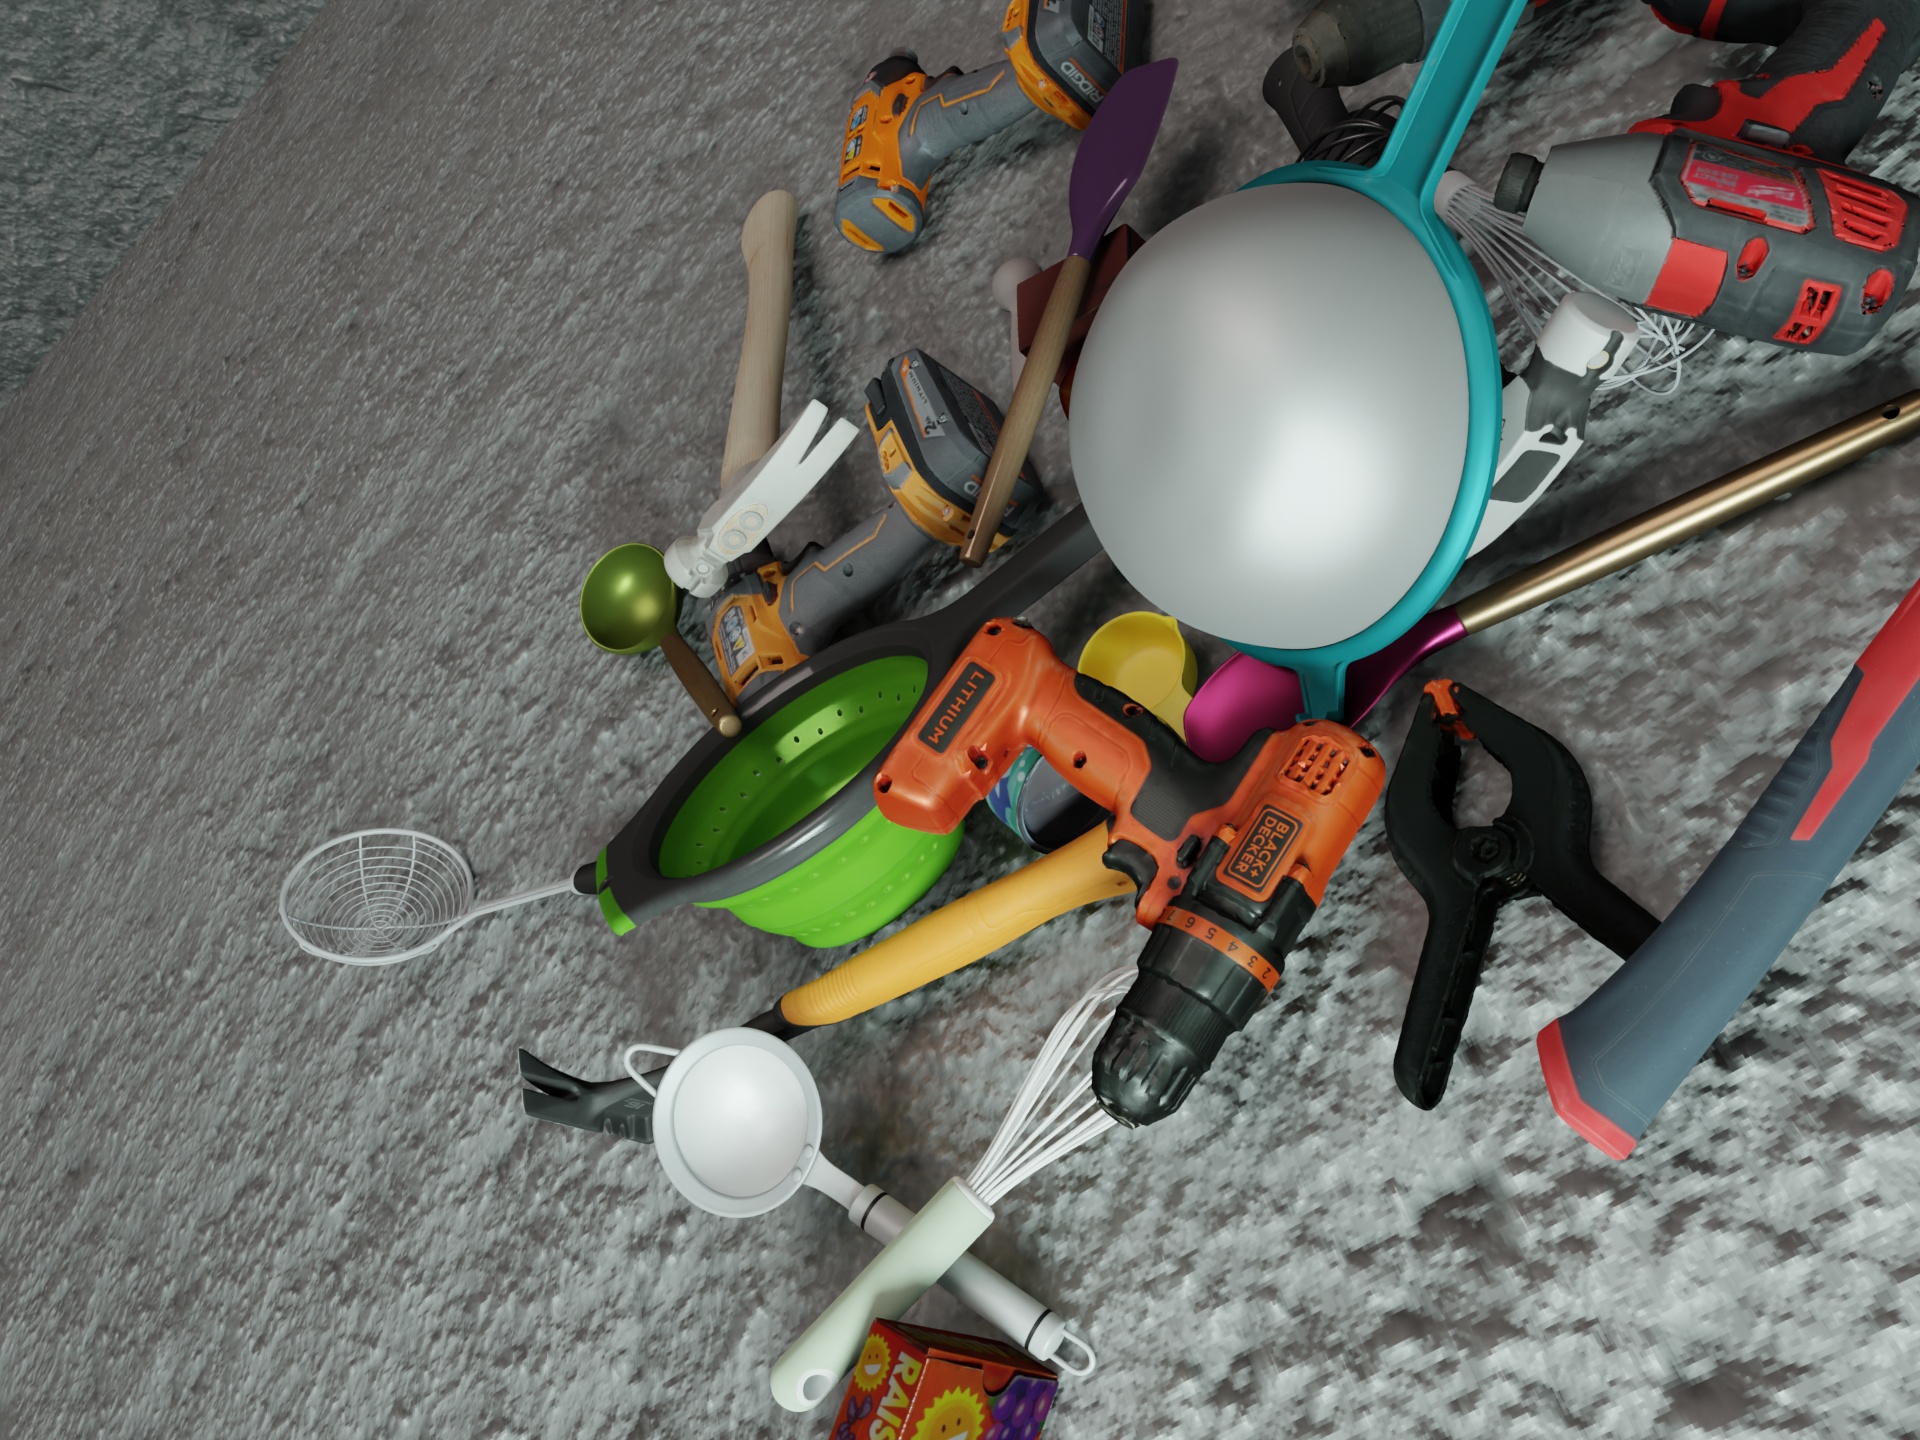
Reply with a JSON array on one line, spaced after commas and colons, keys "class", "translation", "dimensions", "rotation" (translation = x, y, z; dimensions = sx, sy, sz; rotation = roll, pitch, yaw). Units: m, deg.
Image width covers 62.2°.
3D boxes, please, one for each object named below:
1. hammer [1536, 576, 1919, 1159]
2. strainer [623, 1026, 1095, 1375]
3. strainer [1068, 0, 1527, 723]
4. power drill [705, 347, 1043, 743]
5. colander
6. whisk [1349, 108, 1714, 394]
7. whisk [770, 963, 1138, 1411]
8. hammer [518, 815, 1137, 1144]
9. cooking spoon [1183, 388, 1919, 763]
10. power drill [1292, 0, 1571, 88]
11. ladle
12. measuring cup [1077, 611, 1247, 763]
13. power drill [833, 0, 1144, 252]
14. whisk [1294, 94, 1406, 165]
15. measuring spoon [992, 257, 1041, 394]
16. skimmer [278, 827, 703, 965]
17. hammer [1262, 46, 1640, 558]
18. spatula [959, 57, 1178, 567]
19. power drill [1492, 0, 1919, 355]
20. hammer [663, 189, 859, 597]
[{"class": "hammer", "translation": [0.328, -0.012, 0.517], "dimensions": [0.386, 0.038, 0.143], "rotation": [-53, 43, -2]}, {"class": "strainer", "translation": [-0.047, 0.217, 0.720], "dimensions": [0.259, 0.050, 0.087], "rotation": [28, 91, 26]}, {"class": "strainer", "translation": [0.126, -0.169, 0.616], "dimensions": [0.211, 0.095, 0.340], "rotation": [55, 140, 36]}, {"class": "power drill", "translation": [-0.070, -0.111, 0.950], "dimensions": [0.226, 0.084, 0.186], "rotation": [-45, 42, 21]}, {"class": "colander", "translation": [-0.001, -0.003, 0.819], "dimensions": [0.397, 0.094, 0.205], "rotation": [-38, 23, -4]}, {"class": "whisk", "translation": [0.244, -0.229, 0.735], "dimensions": [0.070, 0.070, 0.285], "rotation": [-44, 39, 16]}, {"class": "whisk", "translation": [0.010, 0.196, 0.674], "dimensions": [0.246, 0.057, 0.059], "rotation": [-45, 30, -6]}, {"class": "hammer", "translation": [-0.059, 0.130, 0.781], "dimensions": [0.337, 0.127, 0.034], "rotation": [-29, 55, 21]}, {"class": "cooking spoon", "translation": [0.232, -0.053, 0.658], "dimensions": [0.319, 0.017, 0.069], "rotation": [-27, 54, 26]}, {"class": "power drill", "translation": [0.214, -0.403, 0.807], "dimensions": [0.188, 0.080, 0.227], "rotation": [-28, 47, -4]}, {"class": "ladle", "translation": [-0.182, -0.047, 0.974], "dimensions": [0.078, 0.062, 0.320], "rotation": [-56, 25, 3]}, {"class": "measuring cup", "translation": [0.116, 0.007, 0.748], "dimensions": [0.062, 0.029, 0.157], "rotation": [-47, 55, 5]}, {"class": "power drill", "translation": [0.011, -0.425, 1.052], "dimensions": [0.226, 0.084, 0.164], "rotation": [-20, 54, 40]}, {"class": "whisk", "translation": [0.153, -0.225, 0.758], "dimensions": [0.239, 0.055, 0.055], "rotation": [157, 135, -74]}, {"class": "measuring spoon", "translation": [0.034, -0.235, 0.963], "dimensions": [0.034, 0.018, 0.124], "rotation": [-25, 52, 31]}, {"class": "skimmer", "translation": [-0.304, 0.093, 1.041], "dimensions": [0.363, 0.090, 0.127], "rotation": [-16, 26, 34]}, {"class": "hammer", "translation": [0.197, -0.216, 0.740], "dimensions": [0.146, 0.035, 0.335], "rotation": [113, 155, -44]}, {"class": "spatula", "translation": [0.054, -0.225, 0.860], "dimensions": [0.060, 0.018, 0.316], "rotation": [3, 69, 46]}, {"class": "power drill", "translation": [0.298, -0.244, 0.608], "dimensions": [0.143, 0.078, 0.220], "rotation": [20, 66, 14]}, {"class": "hammer", "translation": [-0.123, -0.255, 1.050], "dimensions": [0.146, 0.038, 0.411], "rotation": [-41, 33, 30]}]
